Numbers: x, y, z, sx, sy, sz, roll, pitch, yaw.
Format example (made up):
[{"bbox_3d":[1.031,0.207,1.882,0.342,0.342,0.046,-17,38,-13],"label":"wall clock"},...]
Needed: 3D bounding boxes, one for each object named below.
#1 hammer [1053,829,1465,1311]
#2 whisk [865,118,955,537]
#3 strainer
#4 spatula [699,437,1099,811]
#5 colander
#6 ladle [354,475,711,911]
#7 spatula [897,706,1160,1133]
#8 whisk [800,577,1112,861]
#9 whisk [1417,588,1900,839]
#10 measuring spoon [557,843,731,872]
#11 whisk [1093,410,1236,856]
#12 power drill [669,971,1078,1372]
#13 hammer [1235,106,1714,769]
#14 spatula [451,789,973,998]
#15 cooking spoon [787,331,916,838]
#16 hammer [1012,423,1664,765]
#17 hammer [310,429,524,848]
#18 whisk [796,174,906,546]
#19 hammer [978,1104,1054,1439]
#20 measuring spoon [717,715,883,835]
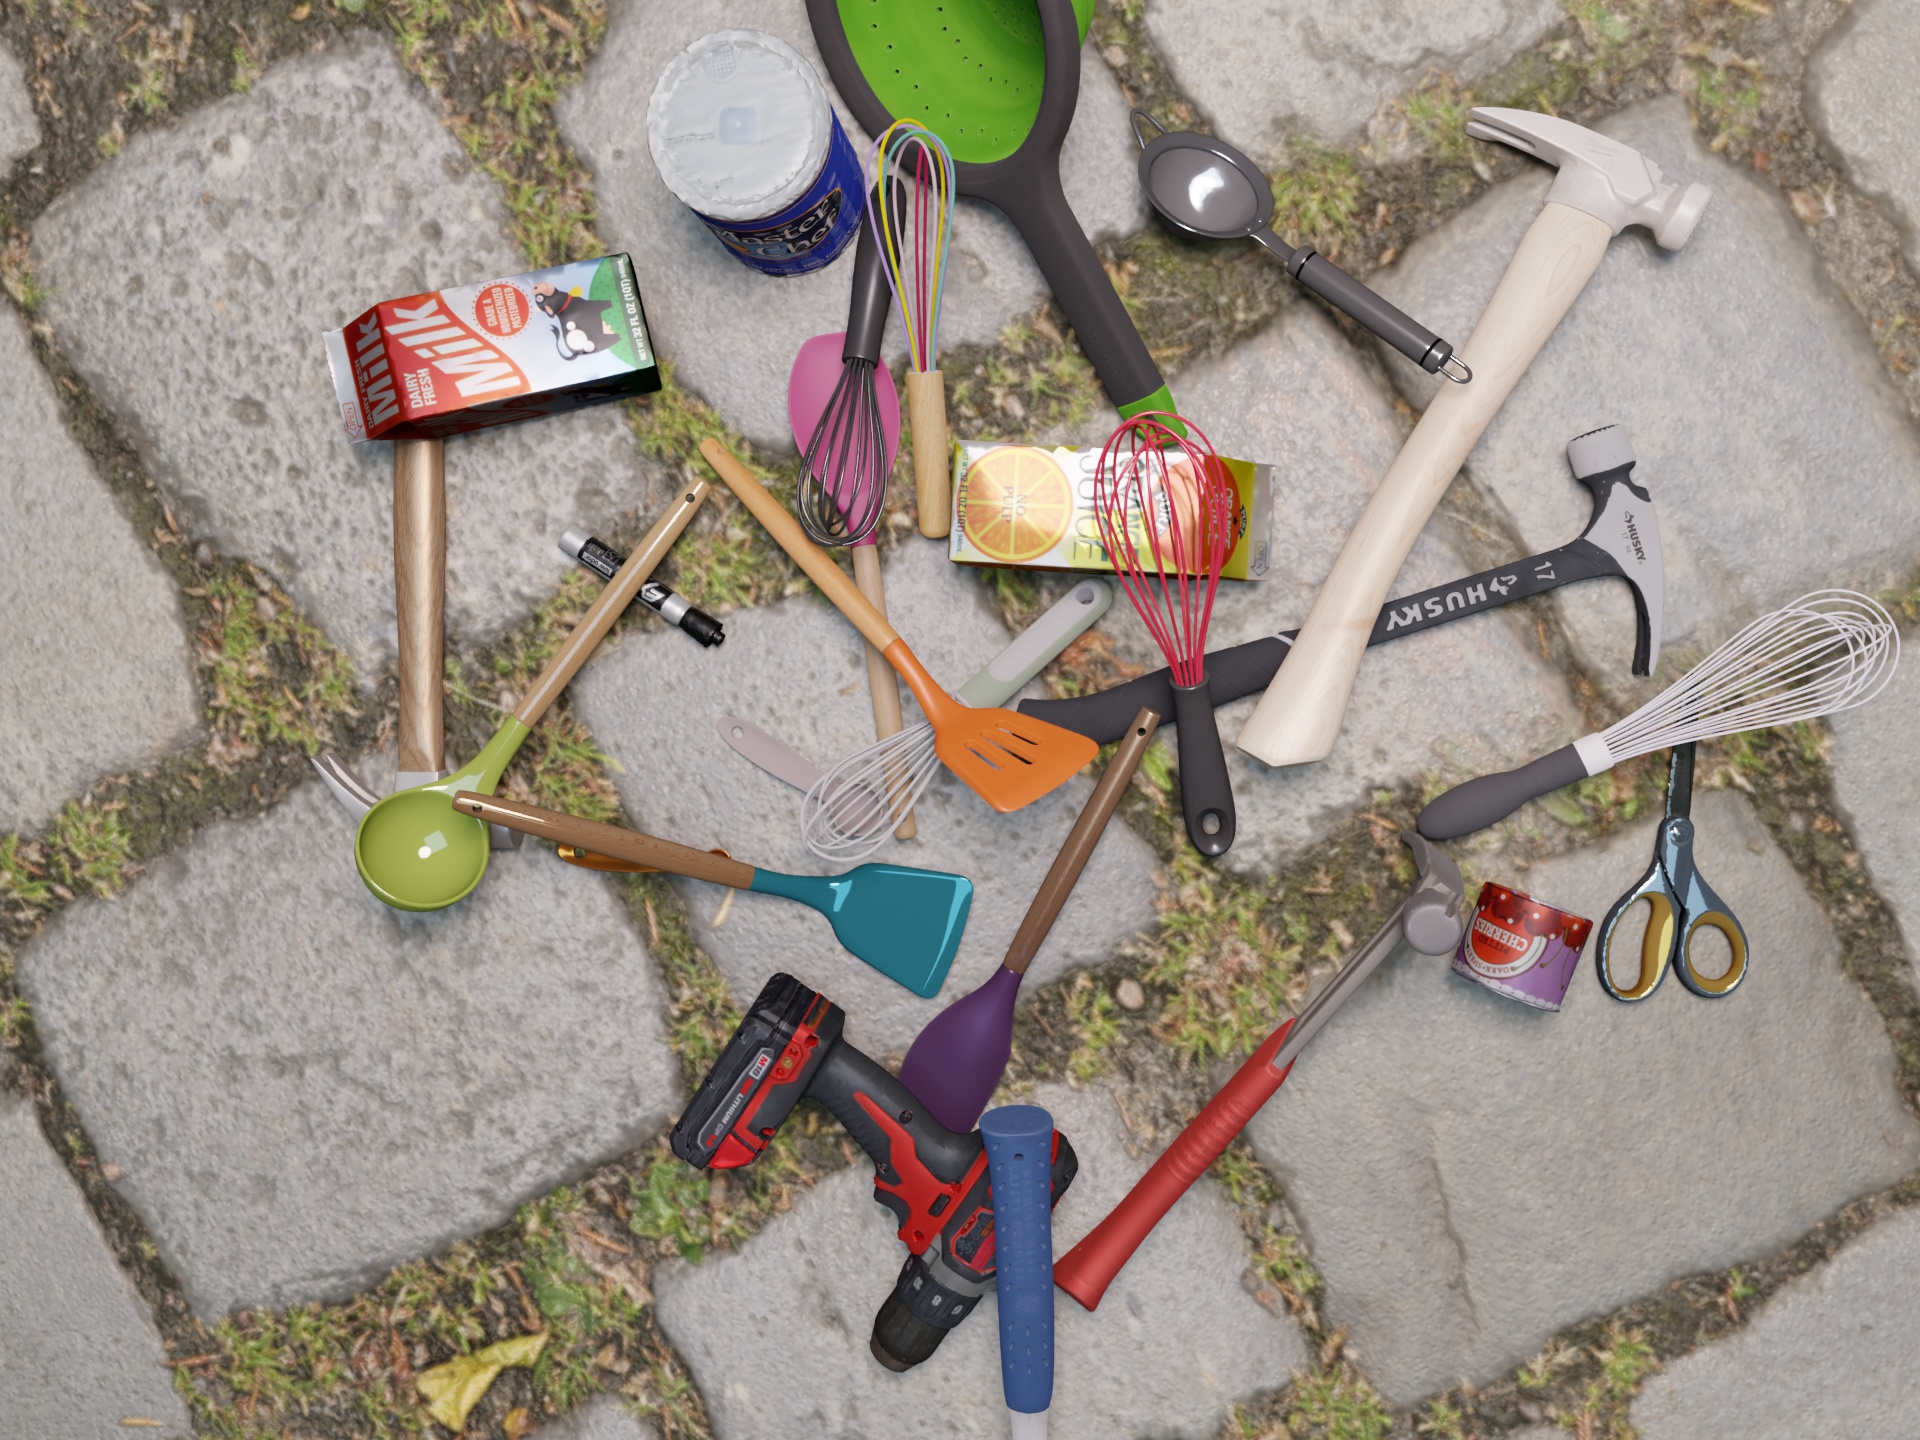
[{"bbox_3d":[0.173,0.220,0.958,0.037,0.149,0.359,38,106,3],"label":"hammer"},{"bbox_3d":[-0.019,-0.232,0.956,0.051,0.047,0.245,1,108,16],"label":"whisk"},{"bbox_3d":[0.192,-0.271,0.933,0.258,0.050,0.087,41,59,17],"label":"strainer"},{"bbox_3d":[-0.053,-0.066,0.950,0.081,0.041,0.323,-31,69,-32],"label":"spatula"},{"bbox_3d":[0.051,-0.351,0.937,0.094,0.204,0.397,-40,107,-28],"label":"colander"},{"bbox_3d":[-0.253,-0.020,0.972,0.078,0.062,0.320,37,88,-9],"label":"ladle"},{"bbox_3d":[0.042,0.130,0.984,0.060,0.018,0.316,29,102,4],"label":"spatula"},{"bbox_3d":[-0.002,-0.003,0.971,0.246,0.059,0.058,-42,66,-5],"label":"whisk"},{"bbox_3d":[0.403,0.007,0.934,0.284,0.070,0.070,-27,90,16],"label":"whisk"},{"bbox_3d":[-0.202,0.088,1.023,0.117,0.011,0.021,4,92,8],"label":"measuring spoon"},{"bbox_3d":[0.128,-0.040,0.910,0.073,0.073,0.295,-11,122,5],"label":"whisk"},{"bbox_3d":[-0.064,0.284,0.985,0.226,0.080,0.188,33,104,-1],"label":"power drill"},{"bbox_3d":[0.268,-0.159,0.928,0.146,0.038,0.410,30,90,14],"label":"hammer"},{"bbox_3d":[-0.151,0.092,0.973,0.317,0.044,0.082,17,98,-17],"label":"spatula"},{"bbox_3d":[-0.057,-0.083,0.996,0.068,0.017,0.319,-8,92,-5],"label":"cooking spoon"},{"bbox_3d":[0.224,-0.043,0.967,0.409,0.036,0.149,-18,92,6],"label":"hammer"},{"bbox_3d":[-0.347,-0.082,1.016,0.130,0.031,0.331,0,92,5],"label":"hammer"},{"bbox_3d":[-0.059,-0.219,0.967,0.055,0.055,0.239,8,82,5],"label":"whisk"},{"bbox_3d":[0.047,0.421,0.959,0.144,0.035,0.405,-2,106,4],"label":"hammer"},{"bbox_3d":[-0.101,0.032,1.010,0.124,0.018,0.034,32,97,10],"label":"measuring spoon"}]
